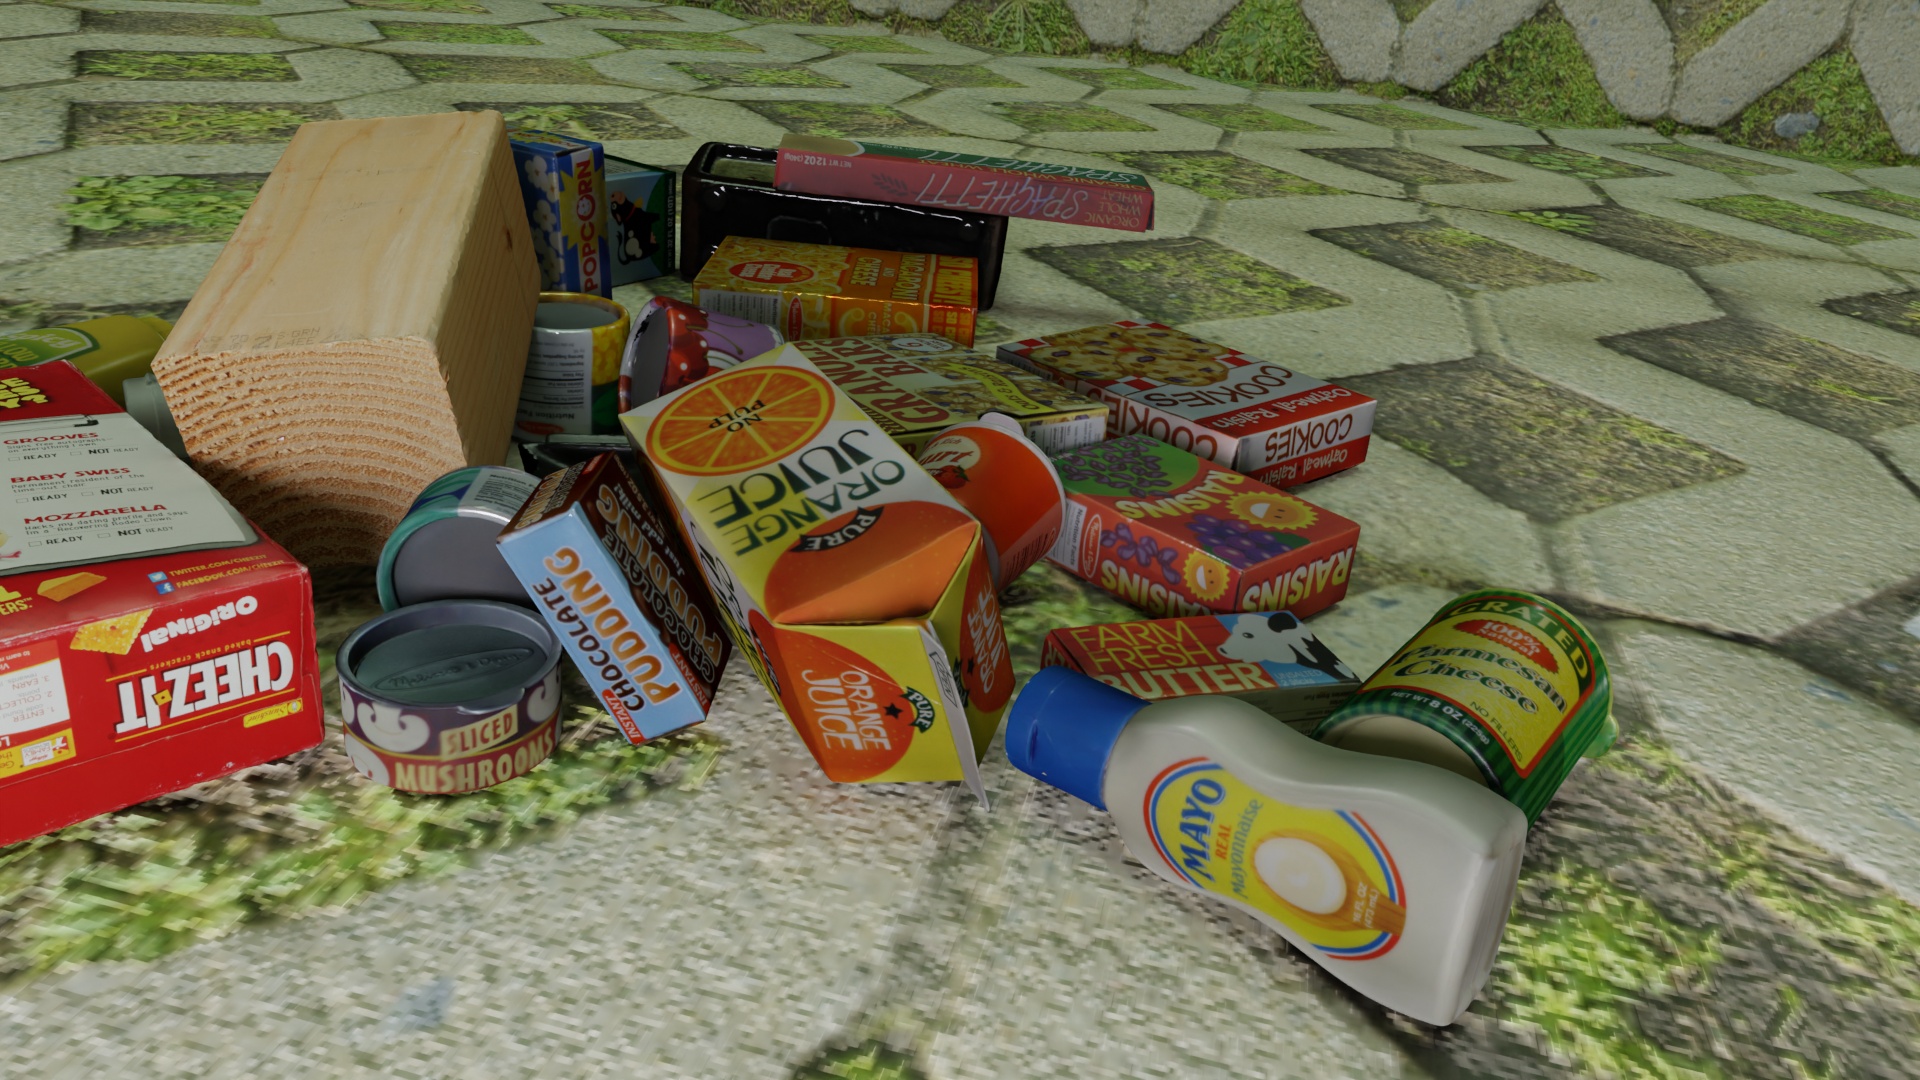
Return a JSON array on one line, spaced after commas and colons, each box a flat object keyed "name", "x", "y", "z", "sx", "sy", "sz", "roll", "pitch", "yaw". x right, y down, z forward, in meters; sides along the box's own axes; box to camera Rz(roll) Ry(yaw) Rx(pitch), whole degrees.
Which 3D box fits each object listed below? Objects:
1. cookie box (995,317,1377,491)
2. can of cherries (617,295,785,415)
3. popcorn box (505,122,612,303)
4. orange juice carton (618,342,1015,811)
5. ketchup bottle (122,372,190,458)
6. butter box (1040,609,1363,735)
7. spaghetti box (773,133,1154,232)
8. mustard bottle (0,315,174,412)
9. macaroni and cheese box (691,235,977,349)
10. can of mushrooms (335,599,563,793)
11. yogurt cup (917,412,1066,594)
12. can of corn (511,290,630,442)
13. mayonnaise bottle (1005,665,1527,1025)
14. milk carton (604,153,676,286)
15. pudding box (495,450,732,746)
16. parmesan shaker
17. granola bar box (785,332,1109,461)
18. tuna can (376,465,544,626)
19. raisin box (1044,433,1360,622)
[{"name": "cookie box", "x": 0.118, "y": -0.073, "z": 0.750, "sx": 0.123, "sy": 0.040, "sz": 0.168, "roll": -17, "pitch": 33, "yaw": -40}, {"name": "can of cherries", "x": -0.121, "y": -0.075, "z": 0.649, "sx": 0.058, "sy": 0.071, "sz": 0.072, "roll": 12, "pitch": 19, "yaw": -33}, {"name": "popcorn box", "x": -0.228, "y": -0.151, "z": 0.729, "sx": 0.085, "sy": 0.126, "sz": 0.038, "roll": 18, "pitch": 31, "yaw": 24}, {"name": "orange juice carton", "x": -0.044, "y": 0.011, "z": 0.469, "sx": 0.073, "sy": 0.071, "sz": 0.193, "roll": -26, "pitch": 40, "yaw": -17}, {"name": "ketchup bottle", "x": -0.288, "y": -0.062, "z": 0.624, "sx": 0.149, "sy": 0.043, "sz": 0.065, "roll": -9, "pitch": 29, "yaw": -30}, {"name": "butter box", "x": 0.086, "y": 0.050, "z": 0.499, "sx": 0.104, "sy": 0.024, "sz": 0.053, "roll": -3, "pitch": 27, "yaw": -19}, {"name": "spaghetti box", "x": 0.004, "y": -0.236, "z": 0.918, "sx": 0.250, "sy": 0.028, "sz": 0.050, "roll": 5, "pitch": 27, "yaw": -6}, {"name": "mustard bottle", "x": -0.390, "y": -0.068, "z": 0.607, "sx": 0.065, "sy": 0.048, "sz": 0.161, "roll": 15, "pitch": 27, "yaw": 13}, {"name": "macaroni and cheese box", "x": -0.074, "y": -0.151, "z": 0.868, "sx": 0.166, "sy": 0.040, "sz": 0.124, "roll": 5, "pitch": 25, "yaw": -1}, {"name": "can of mushrooms", "x": -0.158, "y": 0.049, "z": 0.434, "sx": 0.071, "sy": 0.033, "sz": 0.071, "roll": 6, "pitch": 25, "yaw": -2}, {"name": "yogurt cup", "x": 0.002, "y": -0.007, "z": 0.556, "sx": 0.072, "sy": 0.072, "sz": 0.054, "roll": 16, "pitch": 35, "yaw": 20}, {"name": "can of corn", "x": -0.195, "y": -0.086, "z": 0.680, "sx": 0.071, "sy": 0.058, "sz": 0.071, "roll": 6, "pitch": 25, "yaw": -3}, {"name": "mayonnaise bottle", "x": 0.081, "y": 0.078, "z": 0.401, "sx": 0.148, "sy": 0.064, "sz": 0.041, "roll": 20, "pitch": 25, "yaw": 35}, {"name": "milk carton", "x": -0.274, "y": -0.197, "z": 0.880, "sx": 0.073, "sy": 0.072, "sz": 0.191, "roll": 21, "pitch": 28, "yaw": 28}, {"name": "pudding box", "x": -0.110, "y": 0.019, "z": 0.450, "sx": 0.030, "sy": 0.083, "sz": 0.050, "roll": -22, "pitch": 22, "yaw": 13}, {"name": "parmesan shaker", "x": 0.161, "y": 0.064, "z": 0.441, "sx": 0.071, "sy": 0.071, "sz": 0.103, "roll": 23, "pitch": 30, "yaw": 31}, {"name": "granola bar box", "x": -0.026, "y": -0.064, "z": 0.680, "sx": 0.124, "sy": 0.039, "sz": 0.166, "roll": -10, "pitch": 24, "yaw": -30}, {"name": "tuna can", "x": -0.164, "y": 0.012, "z": 0.476, "sx": 0.071, "sy": 0.070, "sz": 0.033, "roll": 4, "pitch": 26, "yaw": -5}, {"name": "raisin box", "x": 0.094, "y": -0.003, "z": 0.596, "sx": 0.086, "sy": 0.040, "sz": 0.123, "roll": -16, "pitch": 32, "yaw": -41}]
